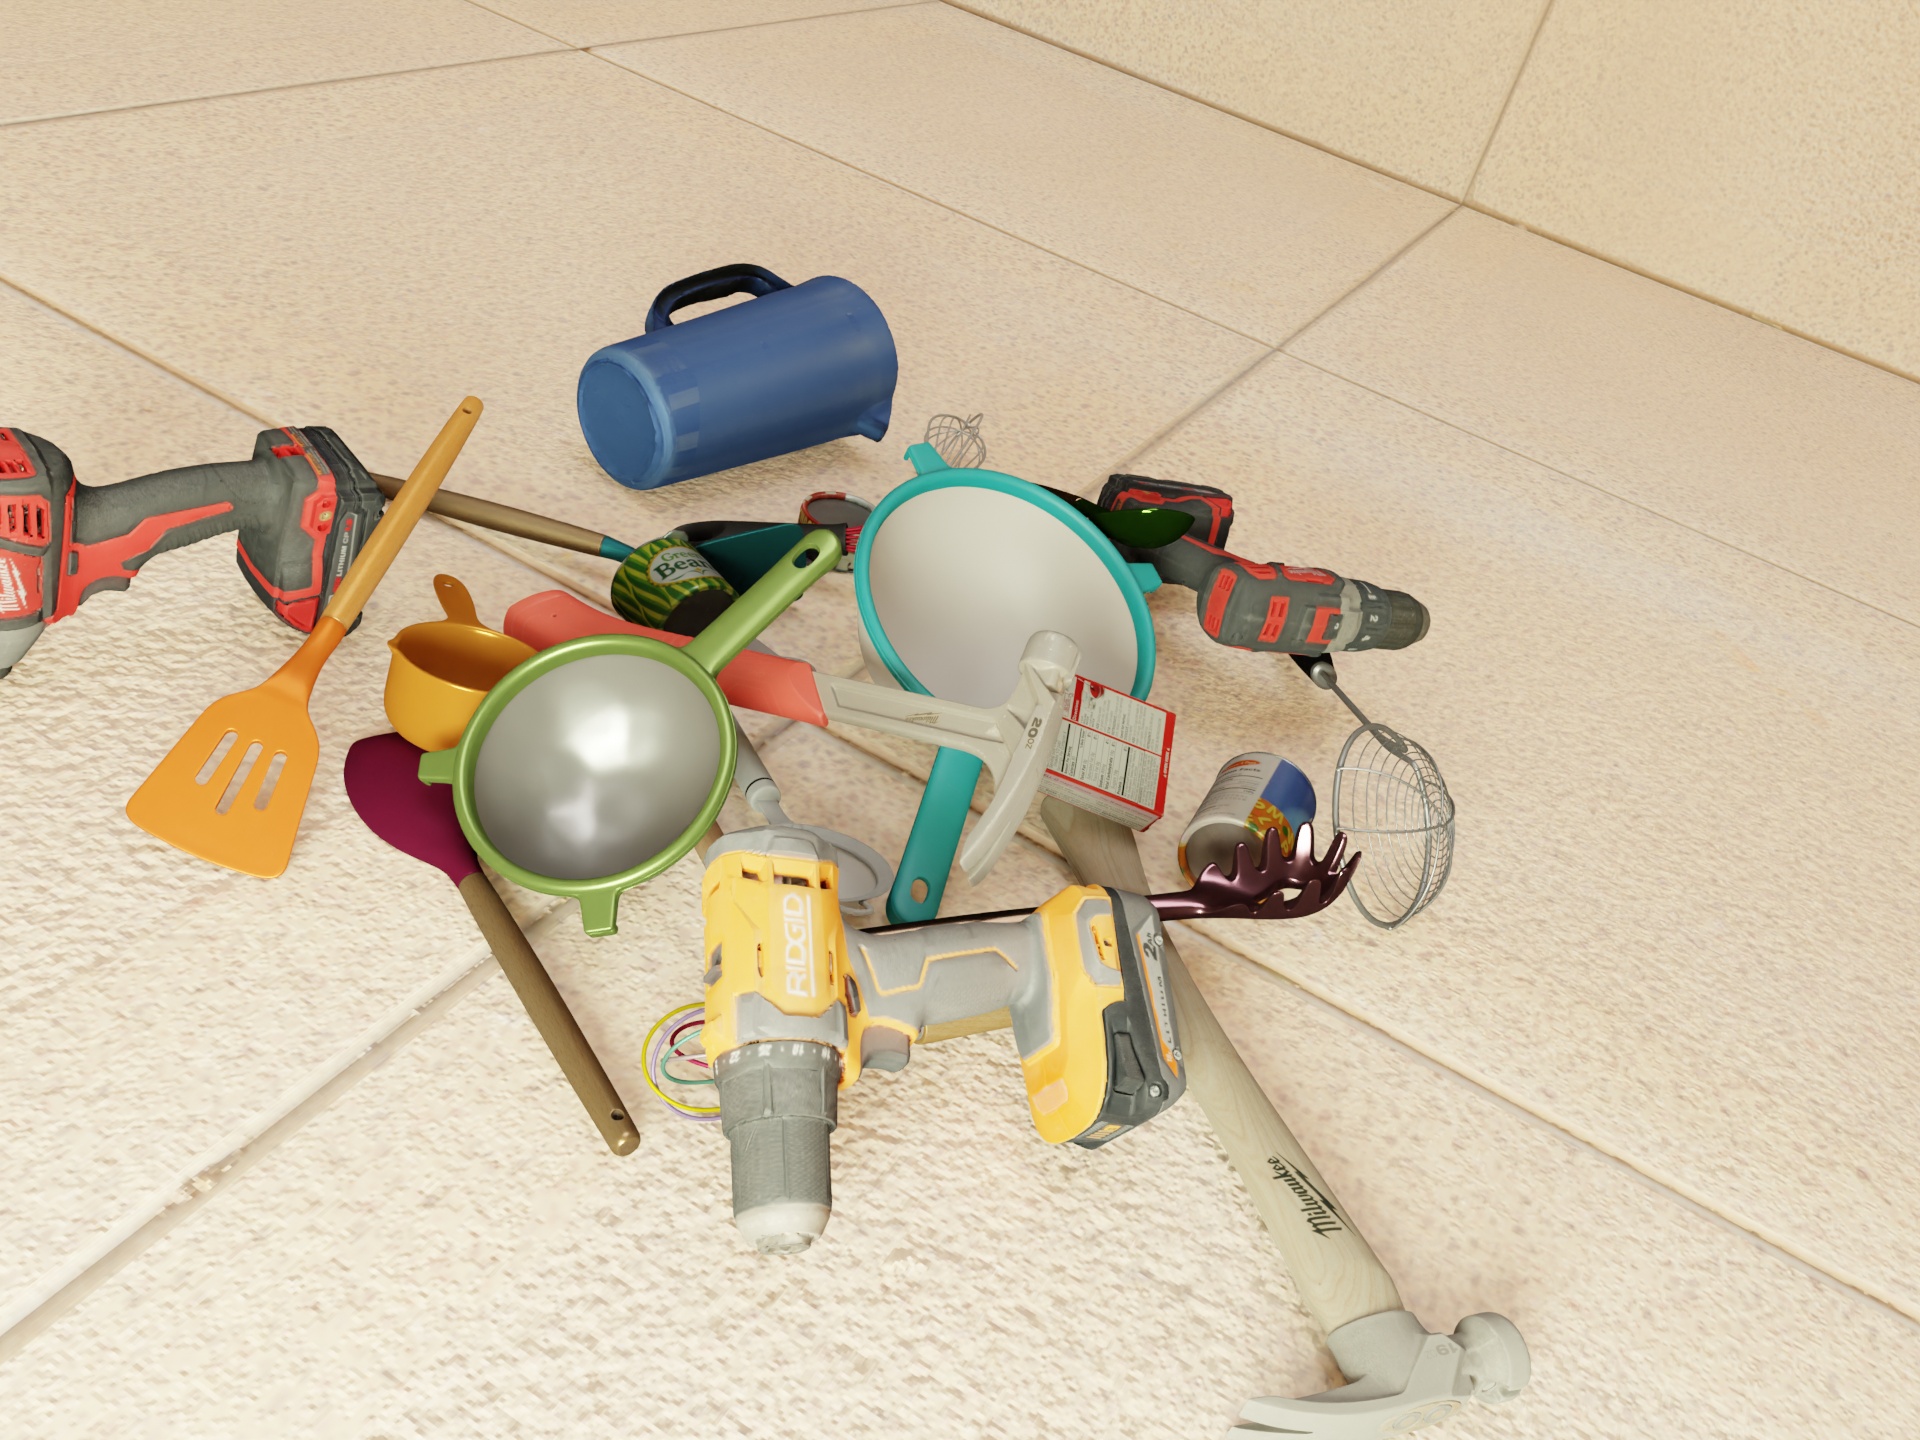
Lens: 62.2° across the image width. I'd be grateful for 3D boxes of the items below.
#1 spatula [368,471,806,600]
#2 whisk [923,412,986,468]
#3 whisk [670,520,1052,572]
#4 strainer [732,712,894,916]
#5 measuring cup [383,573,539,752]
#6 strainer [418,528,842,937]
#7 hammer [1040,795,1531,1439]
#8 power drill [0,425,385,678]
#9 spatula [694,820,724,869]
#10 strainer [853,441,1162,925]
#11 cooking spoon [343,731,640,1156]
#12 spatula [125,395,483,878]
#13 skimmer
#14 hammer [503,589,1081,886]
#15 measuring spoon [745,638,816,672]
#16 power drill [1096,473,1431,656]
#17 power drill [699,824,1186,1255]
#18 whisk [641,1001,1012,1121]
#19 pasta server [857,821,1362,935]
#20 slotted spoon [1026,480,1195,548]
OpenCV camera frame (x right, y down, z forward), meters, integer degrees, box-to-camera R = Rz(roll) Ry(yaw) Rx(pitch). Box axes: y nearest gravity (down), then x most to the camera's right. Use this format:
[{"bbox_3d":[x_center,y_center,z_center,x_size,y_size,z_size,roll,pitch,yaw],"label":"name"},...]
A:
[{"bbox_3d":[-0.263,-0.132,1.087,0.317,0.082,0.044,16,56,6],"label":"spatula"},{"bbox_3d":[-0.022,-0.183,1.267,0.057,0.059,0.246,40,36,-15],"label":"whisk"},{"bbox_3d":[-0.061,-0.128,1.124,0.296,0.073,0.073,-1,35,2],"label":"whisk"},{"bbox_3d":[-0.109,0.049,0.907,0.086,0.050,0.259,2,31,-31],"label":"strainer"},{"bbox_3d":[-0.296,-0.033,0.933,0.095,0.052,0.174,9,22,-29],"label":"measuring cup"},{"bbox_3d":[-0.153,-0.003,0.867,0.152,0.069,0.256,37,71,21],"label":"strainer"},{"bbox_3d":[0.121,0.177,0.831,0.146,0.038,0.411,-2,38,-23],"label":"hammer"},{"bbox_3d":[-0.446,-0.093,0.882,0.219,0.143,0.079,-13,48,-46],"label":"power drill"},{"bbox_3d":[-0.158,0.046,0.908,0.059,0.018,0.316,-9,41,-28],"label":"spatula"},{"bbox_3d":[-0.002,-0.003,0.997,0.211,0.095,0.341,27,54,-12],"label":"strainer"},{"bbox_3d":[-0.236,0.098,0.801,0.068,0.017,0.319,-12,43,-35],"label":"cooking spoon"},{"bbox_3d":[-0.333,-0.065,0.869,0.081,0.041,0.323,26,52,-12],"label":"spatula"},{"bbox_3d":[0.248,0.008,1.106,0.090,0.127,0.364,-31,26,6],"label":"skimmer"},{"bbox_3d":[-0.118,-0.014,0.913,0.359,0.036,0.149,12,61,24],"label":"hammer"},{"bbox_3d":[-0.143,-0.045,1.050,0.124,0.018,0.034,32,42,32],"label":"measuring spoon"},{"bbox_3d":[0.216,-0.107,1.174,0.187,0.080,0.227,3,22,-30],"label":"power drill"},{"bbox_3d":[-0.010,0.151,0.734,0.226,0.084,0.186,11,56,-26],"label":"power drill"},{"bbox_3d":[-0.042,0.150,0.793,0.245,0.051,0.047,-4,34,-32],"label":"whisk"},{"bbox_3d":[0.064,0.100,0.861,0.316,0.040,0.060,-6,26,-11],"label":"pasta server"},{"bbox_3d":[0.082,-0.162,1.197,0.070,0.031,0.314,3,13,-22],"label":"slotted spoon"}]
